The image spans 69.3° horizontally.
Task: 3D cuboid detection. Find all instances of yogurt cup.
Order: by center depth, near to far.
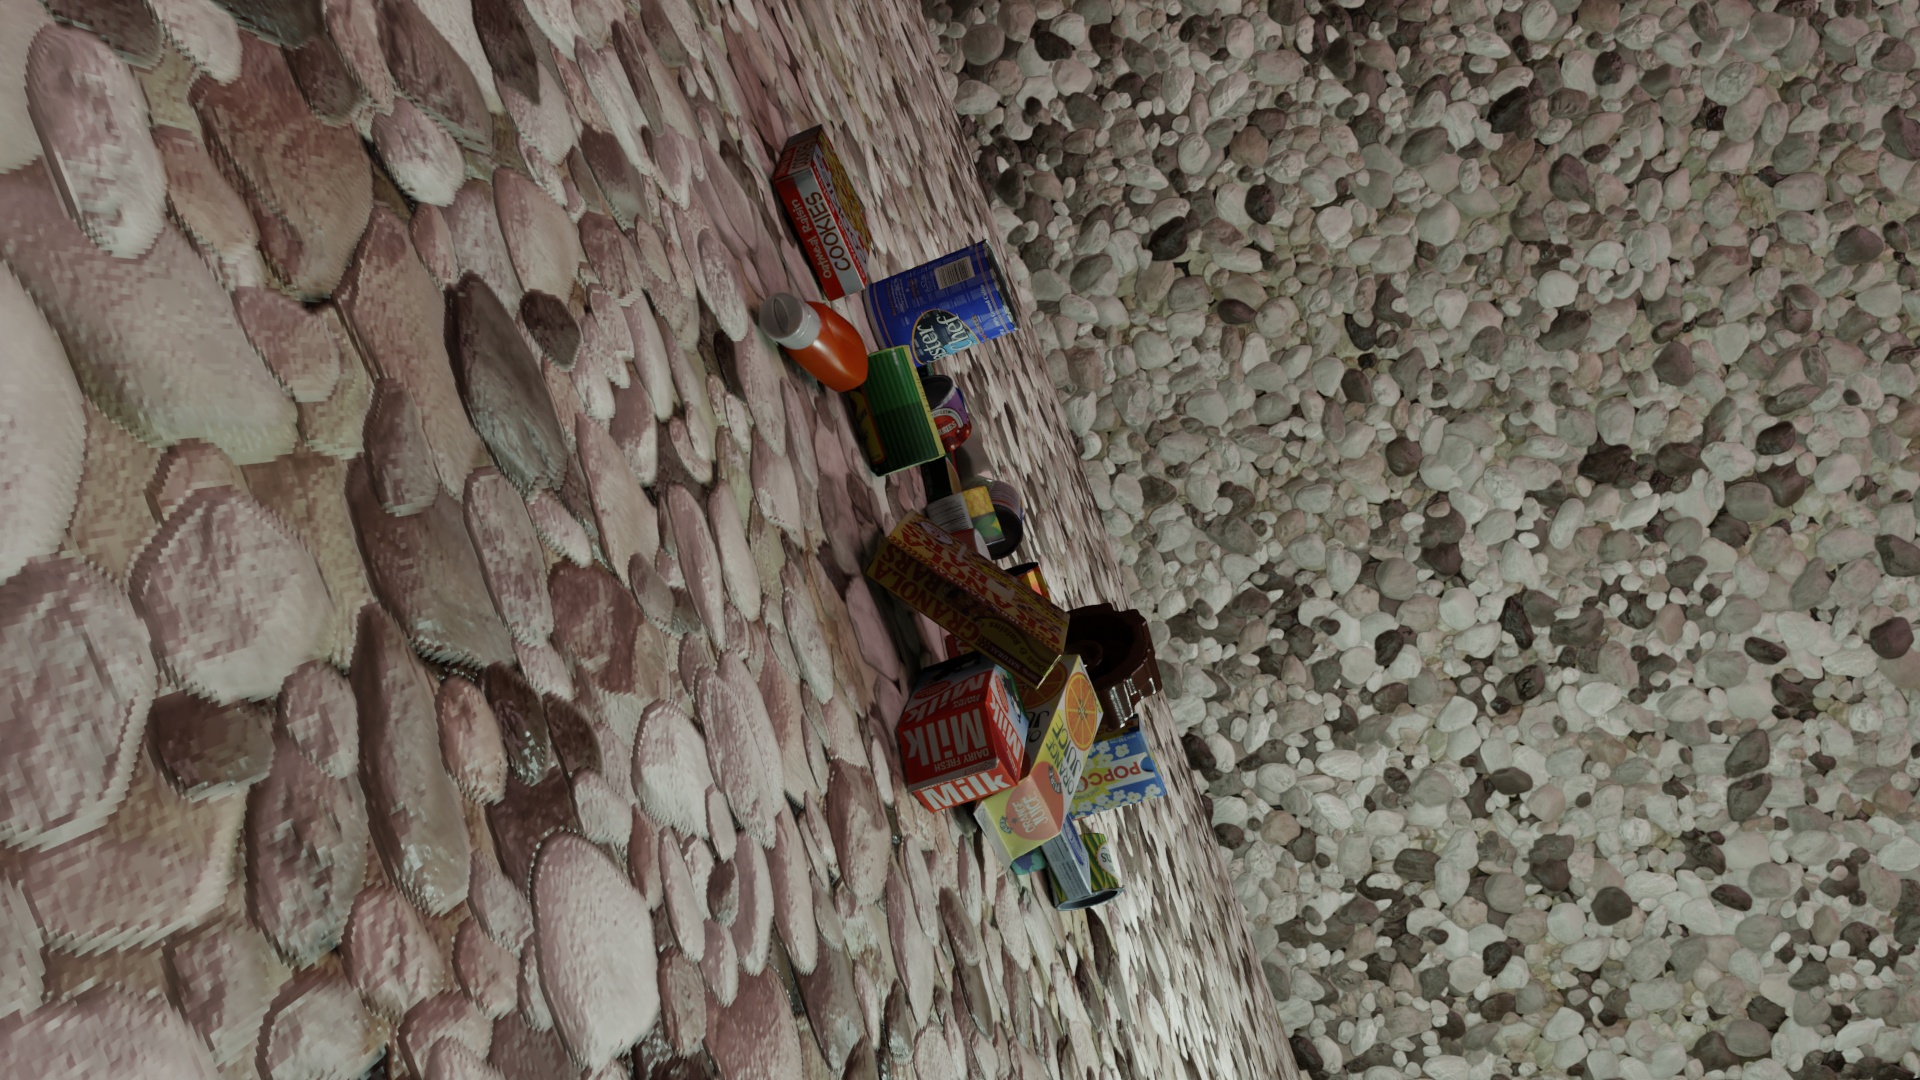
[{"bbox_3d":[-0.002,0.022,1.320,0.072,0.054,0.072,-22,92,-79],"label":"yogurt cup"}]

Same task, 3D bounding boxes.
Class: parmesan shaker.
[{"bbox_3d":[-0.060,-0.114,1.229,0.071,0.071,0.103,-23,95,-80],"label":"parmesan shaker"}]

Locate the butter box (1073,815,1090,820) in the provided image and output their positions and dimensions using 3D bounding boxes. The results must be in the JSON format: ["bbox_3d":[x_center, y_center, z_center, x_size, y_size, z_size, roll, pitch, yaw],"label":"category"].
[{"bbox_3d":[0.120,0.264,1.583,0.053,0.024,0.103,-91,160,-60],"label":"butter box"}]

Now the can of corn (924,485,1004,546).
[{"bbox_3d":[0.005,-0.017,1.387,0.071,0.071,0.058,-6,77,-79],"label":"can of corn"}]

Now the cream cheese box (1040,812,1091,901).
[{"bbox_3d":[0.088,0.266,1.234,0.053,0.024,0.103,-89,158,-56],"label":"cream cheese box"}]

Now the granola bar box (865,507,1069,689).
[{"bbox_3d":[0.008,0.045,1.138,0.165,0.039,0.124,34,14,-1],"label":"granola bar box"}]

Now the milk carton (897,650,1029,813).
[{"bbox_3d":[0.004,0.148,1.071,0.191,0.072,0.073,-62,132,-76],"label":"milk carton"}]

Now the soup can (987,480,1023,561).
[{"bbox_3d":[0.037,-0.022,1.572,0.084,0.071,0.071,-84,153,-68],"label":"soup can"}]

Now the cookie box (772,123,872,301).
[{"bbox_3d":[-0.128,-0.312,1.316,0.168,0.040,0.122,-92,160,-61],"label":"cookie box"}]

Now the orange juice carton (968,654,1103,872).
[{"bbox_3d":[0.055,0.186,1.180,0.071,0.073,0.194,66,32,-28],"label":"orange juice carton"}]

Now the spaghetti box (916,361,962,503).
[{"bbox_3d":[-0.034,-0.132,1.503,0.050,0.028,0.251,58,17,-53],"label":"spaghetti box"}]

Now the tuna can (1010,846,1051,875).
[{"bbox_3d":[0.059,0.267,1.248,0.071,0.033,0.071,-21,92,-79],"label":"tuna can"}]

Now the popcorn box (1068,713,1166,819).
[{"bbox_3d":[0.142,0.241,1.460,0.038,0.126,0.085,-74,144,-66],"label":"popcorn box"}]

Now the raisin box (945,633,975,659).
[{"bbox_3d":[0.030,0.145,1.302,0.123,0.040,0.086,56,19,-52],"label":"raisin box"}]

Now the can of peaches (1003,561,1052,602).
[{"bbox_3d":[0.064,0.063,1.557,0.071,0.071,0.058,-59,129,-77],"label":"can of peaches"}]

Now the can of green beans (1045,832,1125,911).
[{"bbox_3d":[0.117,0.323,1.353,0.071,0.071,0.058,51,22,-62],"label":"can of green beans"}]

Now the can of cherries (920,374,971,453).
[{"bbox_3d":[-0.028,-0.126,1.417,0.072,0.071,0.058,-94,163,-55],"label":"can of cherries"}]

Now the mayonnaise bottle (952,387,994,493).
[{"bbox_3d":[-0.002,-0.107,1.536,0.041,0.064,0.149,11,47,-29],"label":"mayonnaise bottle"}]

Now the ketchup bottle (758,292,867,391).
[{"bbox_3d":[-0.115,-0.161,1.097,0.149,0.043,0.065,20,50,-76],"label":"ketchup bottle"}]
